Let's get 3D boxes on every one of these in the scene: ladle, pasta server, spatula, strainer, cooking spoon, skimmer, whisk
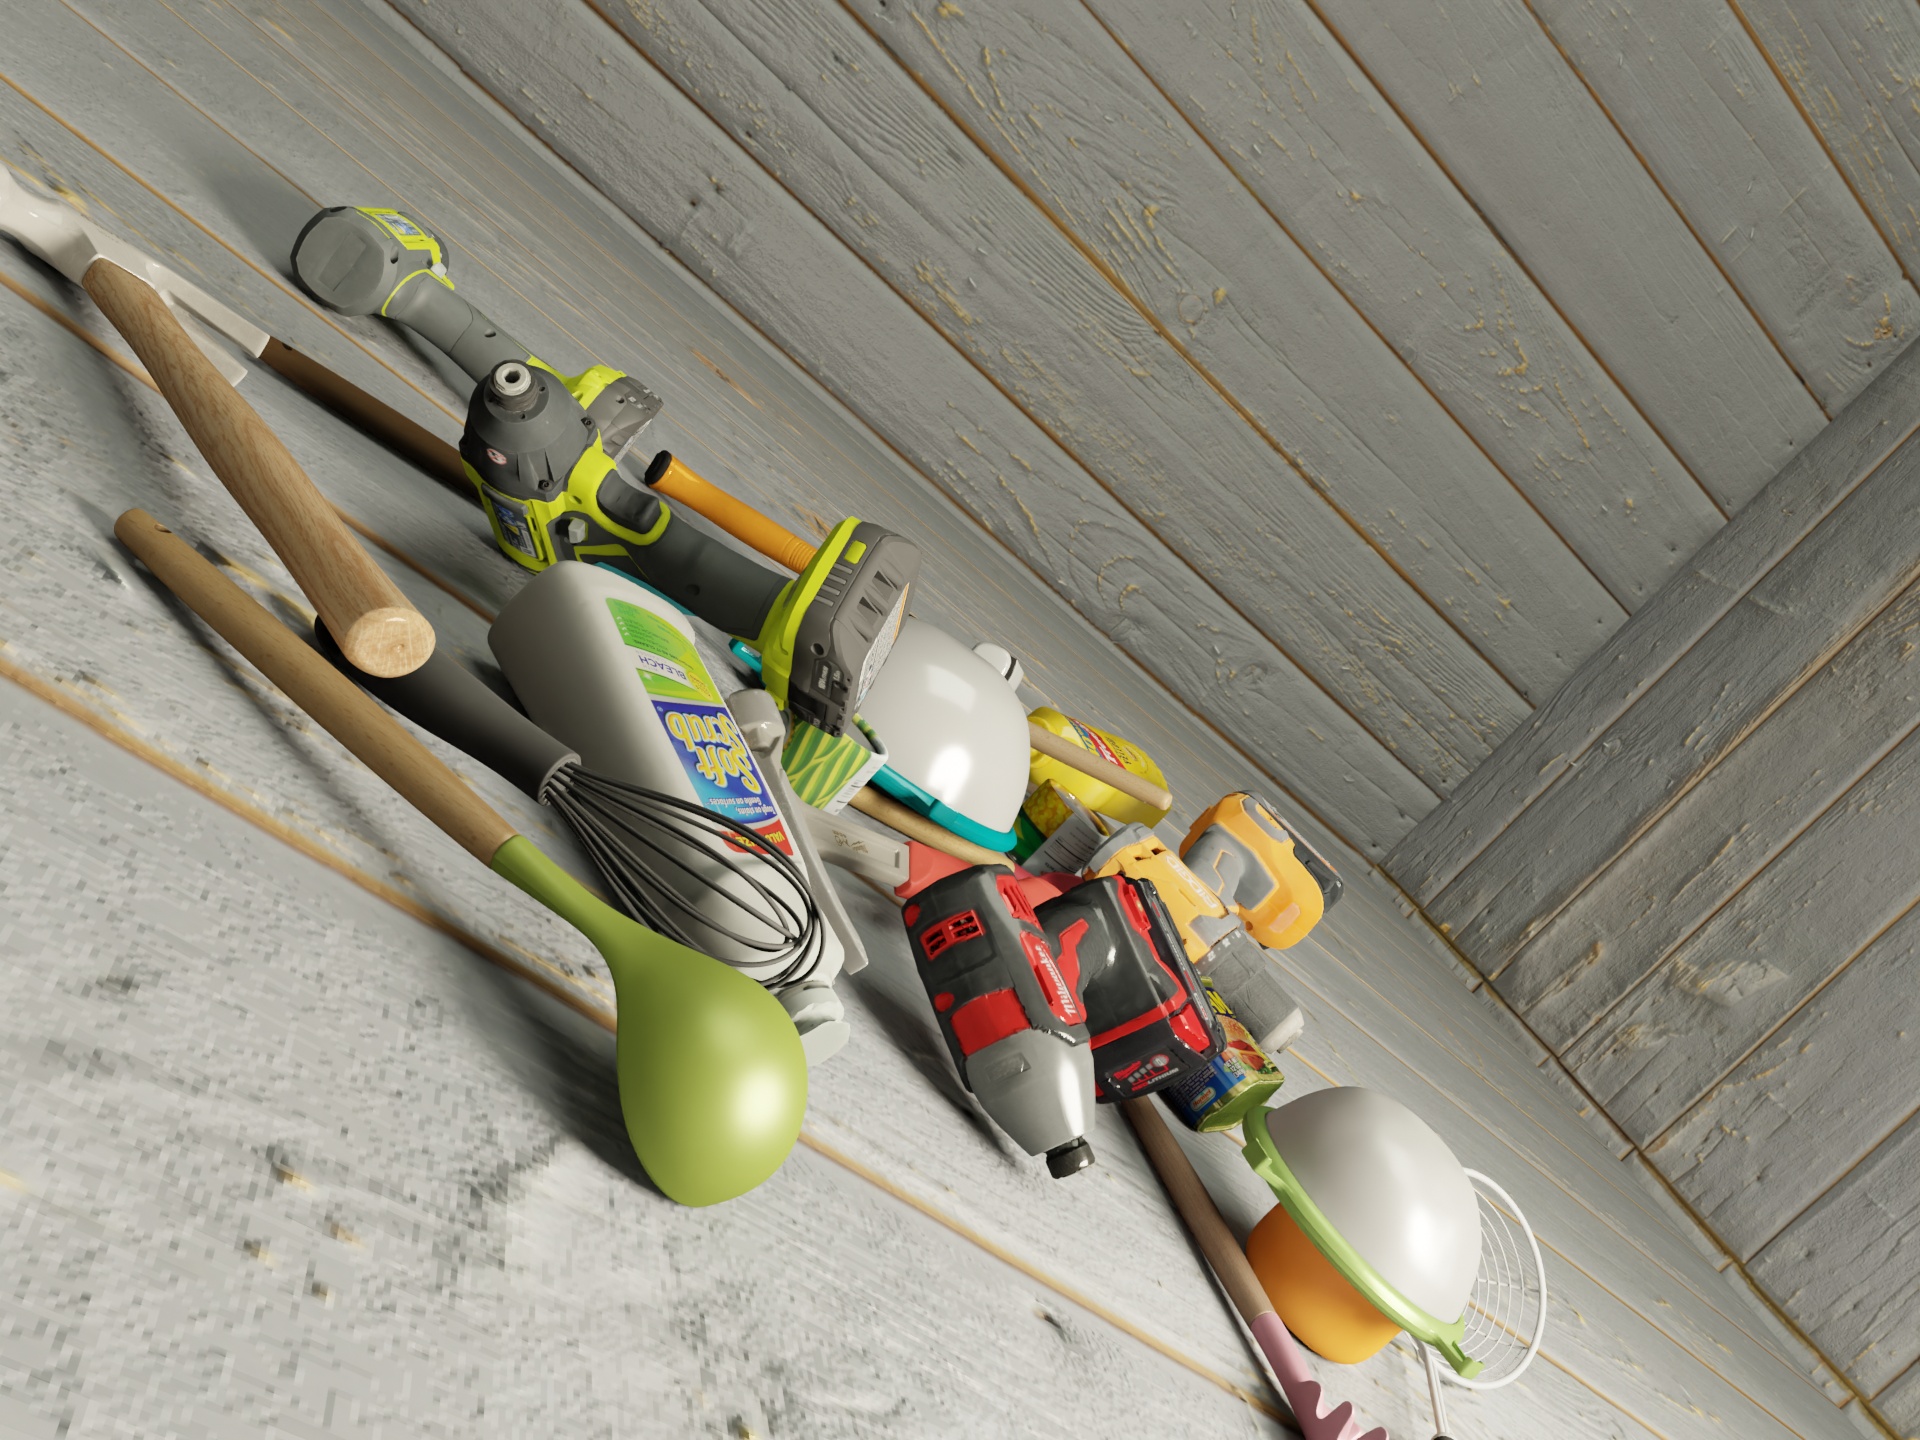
[{"bbox_3d":[-0.176,0.037,0.528,0.320,0.062,0.078,38,15,12],"label":"ladle"},{"bbox_3d":[0.017,0.092,1.058,0.315,0.031,0.069,30,14,-45],"label":"ladle"},{"bbox_3d":[0.143,0.270,0.780,0.060,0.040,0.317,51,3,-32],"label":"pasta server"},{"bbox_3d":[-0.249,-0.132,0.902,0.317,0.044,0.082,33,17,-40],"label":"spatula"},{"bbox_3d":[0.233,0.237,0.871,0.151,0.069,0.256,44,12,7],"label":"strainer"},{"bbox_3d":[-0.002,-0.004,1.112,0.211,0.095,0.340,38,7,22],"label":"strainer"},{"bbox_3d":[0.023,-0.005,1.223,0.319,0.017,0.068,27,-13,26],"label":"cooking spoon"},{"bbox_3d":[0.277,0.344,0.836,0.127,0.090,0.363,61,13,3],"label":"skimmer"},{"bbox_3d":[-0.148,0.023,0.582,0.239,0.055,0.055,33,7,15],"label":"whisk"}]

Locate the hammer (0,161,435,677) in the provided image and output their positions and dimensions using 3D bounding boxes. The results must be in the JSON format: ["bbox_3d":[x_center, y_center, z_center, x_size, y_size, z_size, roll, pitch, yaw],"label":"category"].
[{"bbox_3d":[-0.297,-0.122,0.638,0.332,0.031,0.130,44,8,31],"label":"hammer"}]

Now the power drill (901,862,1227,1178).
[{"bbox_3d":[0.056,0.145,0.794,0.219,0.078,0.143,13,50,-66],"label":"power drill"}]

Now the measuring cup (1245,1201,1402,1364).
[{"bbox_3d":[0.192,0.284,0.875,0.095,0.052,0.174,42,8,-7],"label":"measuring cup"}]

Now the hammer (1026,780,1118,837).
[{"bbox_3d":[0.058,0.044,1.389,0.410,0.038,0.146,40,9,-14],"label":"hammer"}]

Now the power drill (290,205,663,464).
[{"bbox_3d":[-0.315,-0.254,1.061,0.228,0.080,0.191,38,11,-13],"label":"power drill"}]

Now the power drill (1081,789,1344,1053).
[{"bbox_3d":[0.204,0.143,1.163,0.185,0.084,0.226,47,27,18],"label":"power drill"}]

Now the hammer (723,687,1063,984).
[{"bbox_3d":[-0.011,0.094,0.867,0.358,0.036,0.149,32,30,-61],"label":"hammer"}]

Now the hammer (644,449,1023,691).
[{"bbox_3d":[-0.100,-0.113,1.230,0.337,0.034,0.127,32,-2,10],"label":"hammer"}]

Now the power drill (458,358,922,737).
[{"bbox_3d":[-0.137,-0.088,0.785,0.223,0.080,0.171,27,-19,2],"label":"power drill"}]
